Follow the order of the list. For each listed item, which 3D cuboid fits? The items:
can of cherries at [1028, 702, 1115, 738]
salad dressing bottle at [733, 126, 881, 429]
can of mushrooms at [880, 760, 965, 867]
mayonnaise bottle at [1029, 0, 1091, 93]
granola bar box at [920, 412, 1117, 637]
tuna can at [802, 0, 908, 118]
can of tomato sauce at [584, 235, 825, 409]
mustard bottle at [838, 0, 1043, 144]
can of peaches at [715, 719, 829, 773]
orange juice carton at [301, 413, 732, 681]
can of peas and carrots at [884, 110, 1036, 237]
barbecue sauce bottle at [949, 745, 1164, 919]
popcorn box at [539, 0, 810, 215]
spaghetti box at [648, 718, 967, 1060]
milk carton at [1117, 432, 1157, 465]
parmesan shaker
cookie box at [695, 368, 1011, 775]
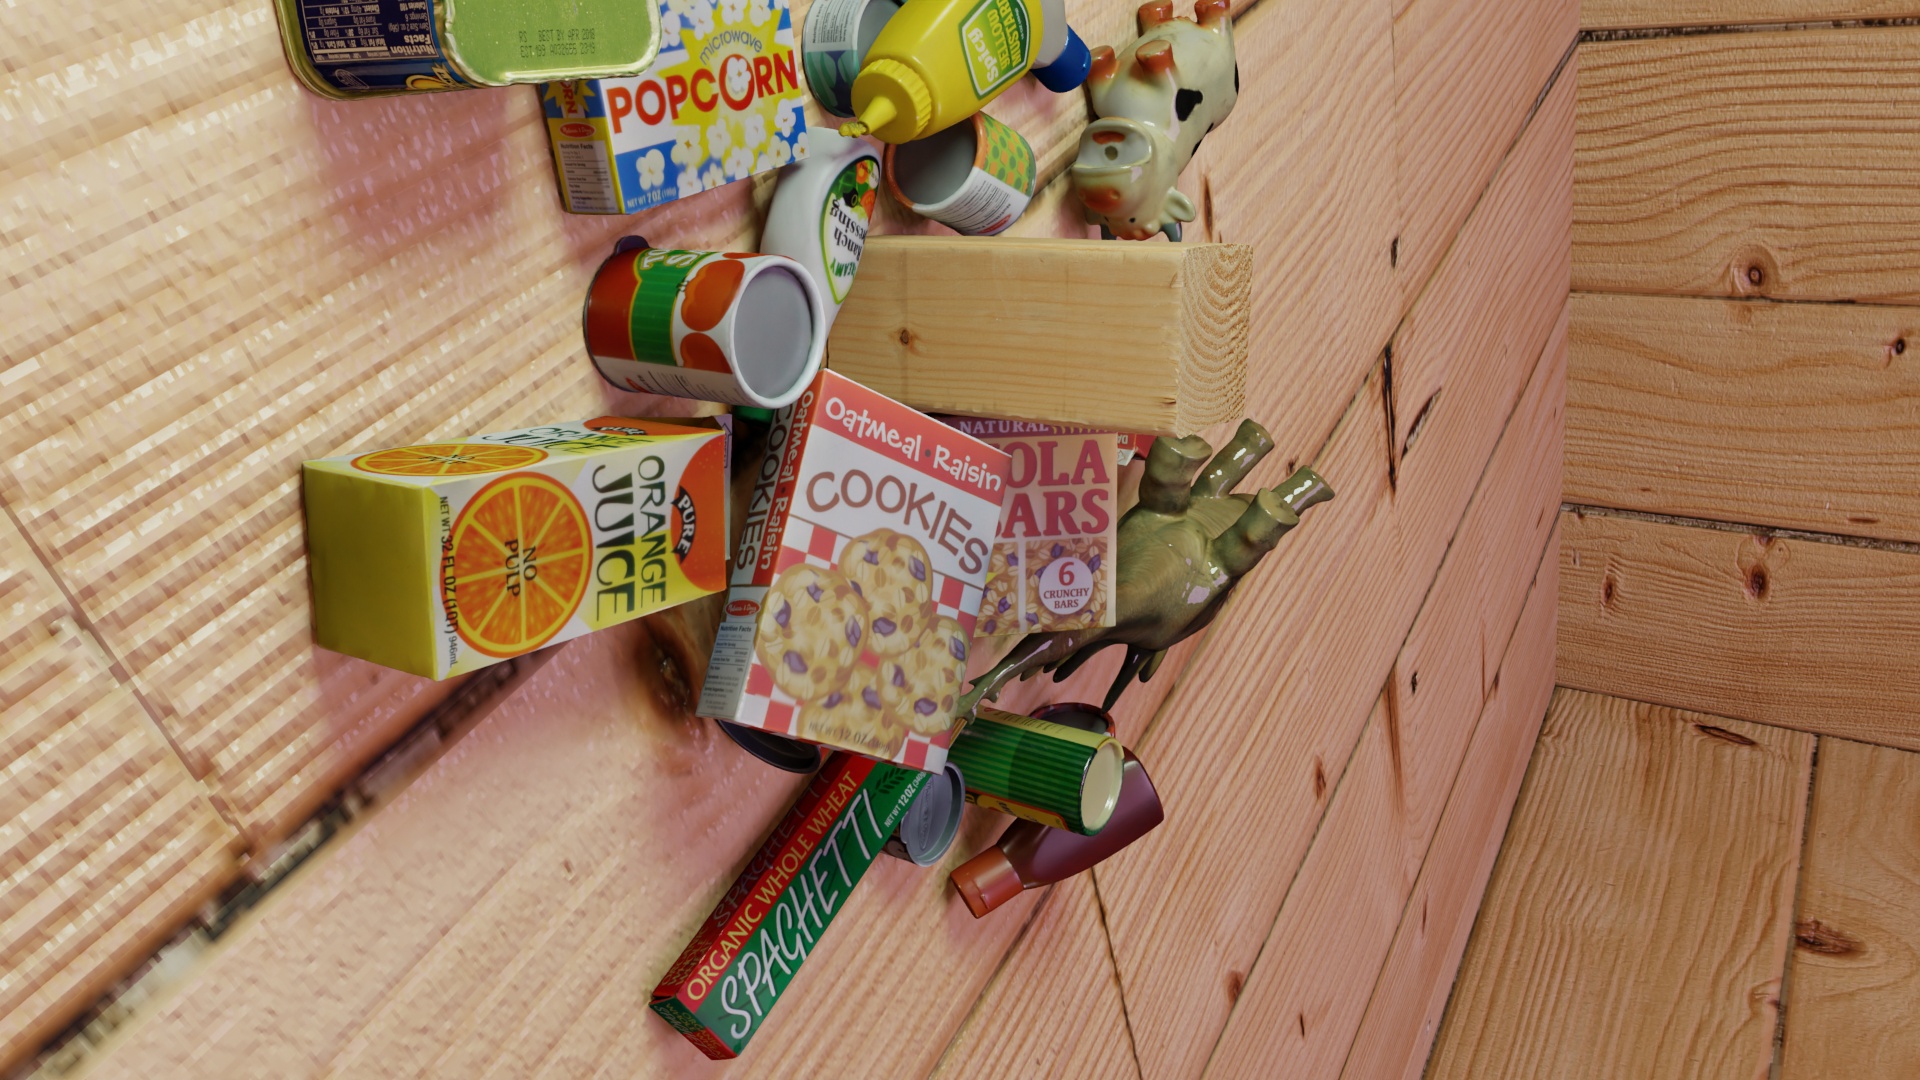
[{"bbox_3d":[0.079,0.156,1.003,0.072,0.071,0.058,-34,125,-50],"label":"can of cherries"},{"bbox_3d":[-0.078,-0.128,0.690,0.064,0.044,0.147,21,83,-72],"label":"salad dressing bottle"},{"bbox_3d":[-0.029,0.165,0.858,0.071,0.033,0.070,-24,119,-54],"label":"can of mushrooms"},{"bbox_3d":[0.032,-0.314,0.824,0.148,0.041,0.065,19,83,-59],"label":"mayonnaise bottle"},{"bbox_3d":[0.003,-0.010,0.763,0.166,0.039,0.124,-3,99,-17],"label":"granola bar box"},{"bbox_3d":[-0.047,-0.251,0.719,0.071,0.033,0.071,-21,116,-54],"label":"tuna can"},{"bbox_3d":[-0.111,-0.096,0.609,0.071,0.083,0.071,-23,118,-54],"label":"can of tomato sauce"},{"bbox_3d":[-0.012,-0.238,0.697,0.161,0.049,0.065,-54,137,-37],"label":"mustard bottle"},{"bbox_3d":[-0.084,0.076,0.710,0.058,0.071,0.071,-56,141,-35],"label":"can of peaches"},{"bbox_3d":[-0.158,-0.007,0.566,0.193,0.073,0.071,-19,114,-56],"label":"orange juice carton"},{"bbox_3d":[-0.001,-0.210,0.776,0.059,0.071,0.071,7,92,-58],"label":"can of peas and carrots"},{"bbox_3d":[0.064,0.202,0.945,0.149,0.044,0.064,-30,114,-12],"label":"barbecue sauce bottle"},{"bbox_3d":[-0.123,-0.197,0.605,0.127,0.038,0.085,-37,128,-49],"label":"popcorn box"},{"bbox_3d":[-0.075,0.168,0.770,0.050,0.028,0.251,49,50,-14],"label":"spaghetti box"},{"bbox_3d":[0.126,-0.119,0.995,0.191,0.072,0.073,-54,140,-36],"label":"milk carton"},{"bbox_3d":[0.046,0.149,0.908,0.071,0.103,0.071,-22,117,-54],"label":"parmesan shaker"},{"bbox_3d":[-0.047,0.017,0.668,0.123,0.040,0.168,23,74,-38],"label":"cookie box"}]
